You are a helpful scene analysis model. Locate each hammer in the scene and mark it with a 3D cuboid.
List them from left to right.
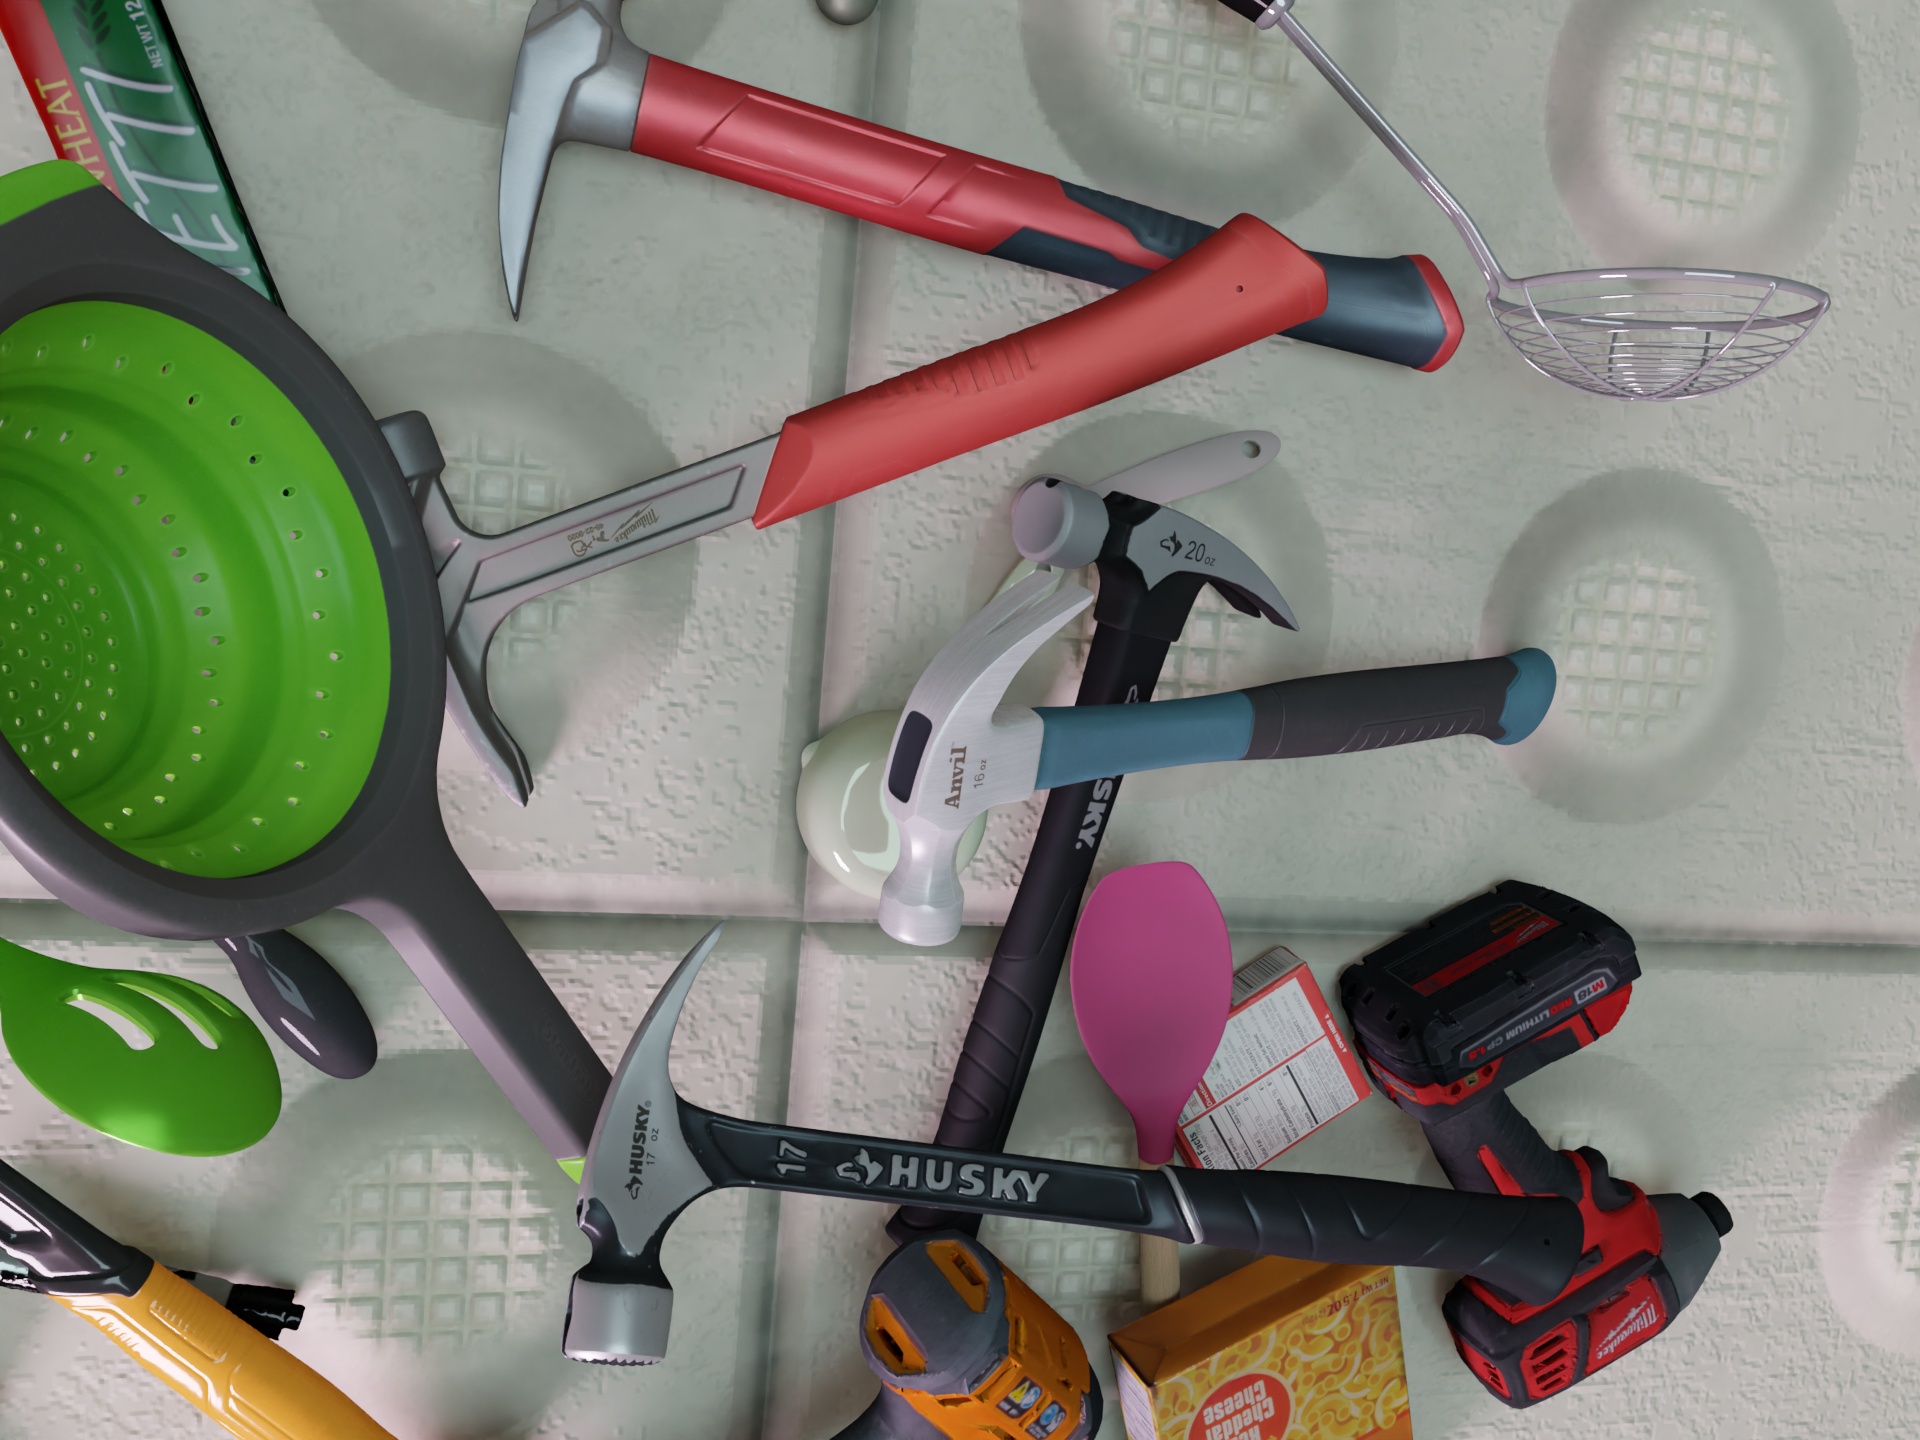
[{"bbox_3d":[-0.298,0.215,0.569,0.127,0.034,0.336,-35,115,8],"label":"hammer"},{"bbox_3d":[-0.032,-0.096,0.593,0.359,0.037,0.149,-20,106,-3],"label":"hammer"},{"bbox_3d":[0.020,-0.183,0.624,0.386,0.038,0.143,11,96,-16],"label":"hammer"},{"bbox_3d":[0.039,0.076,0.649,0.146,0.035,0.334,8,103,-42],"label":"hammer"},{"bbox_3d":[0.064,0.177,0.604,0.408,0.036,0.149,11,67,-18],"label":"hammer"},{"bbox_3d":[0.118,0.002,0.626,0.331,0.033,0.128,-6,113,-33],"label":"hammer"}]

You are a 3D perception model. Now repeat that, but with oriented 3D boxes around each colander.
[{"bbox_3d":[-0.228,0.031,0.520,0.094,0.205,0.396,-11,125,19],"label":"colander"}]

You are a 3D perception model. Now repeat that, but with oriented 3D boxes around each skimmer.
[{"bbox_3d":[0.188,-0.258,0.633,0.363,0.127,0.090,44,93,-7],"label":"skimmer"}]

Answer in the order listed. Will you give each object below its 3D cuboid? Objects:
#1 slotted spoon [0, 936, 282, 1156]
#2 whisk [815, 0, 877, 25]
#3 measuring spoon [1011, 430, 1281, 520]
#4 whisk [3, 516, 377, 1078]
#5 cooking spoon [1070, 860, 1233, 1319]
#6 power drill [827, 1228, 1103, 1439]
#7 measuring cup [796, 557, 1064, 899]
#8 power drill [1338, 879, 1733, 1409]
[{"bbox_3d":[-0.335,0.053,0.485,0.314,0.070,0.031,20,101,17],"label":"slotted spoon"},{"bbox_3d":[-0.035,-0.384,0.578,0.058,0.059,0.246,3,101,-3],"label":"whisk"},{"bbox_3d":[0.080,-0.101,0.657,0.124,0.018,0.034,-19,81,-14],"label":"measuring spoon"},{"bbox_3d":[-0.298,0.020,0.561,0.070,0.070,0.284,-35,110,-8],"label":"whisk"},{"bbox_3d":[0.084,0.208,0.681,0.068,0.017,0.318,-7,107,-11],"label":"cooking spoon"},{"bbox_3d":[-0.039,0.323,0.643,0.226,0.084,0.164,-43,134,-8],"label":"power drill"},{"bbox_3d":[-0.001,-0.002,0.641,0.083,0.038,0.167,34,90,-17],"label":"measuring cup"},{"bbox_3d":[0.269,0.193,0.723,0.143,0.079,0.219,-26,106,-9],"label":"power drill"}]
